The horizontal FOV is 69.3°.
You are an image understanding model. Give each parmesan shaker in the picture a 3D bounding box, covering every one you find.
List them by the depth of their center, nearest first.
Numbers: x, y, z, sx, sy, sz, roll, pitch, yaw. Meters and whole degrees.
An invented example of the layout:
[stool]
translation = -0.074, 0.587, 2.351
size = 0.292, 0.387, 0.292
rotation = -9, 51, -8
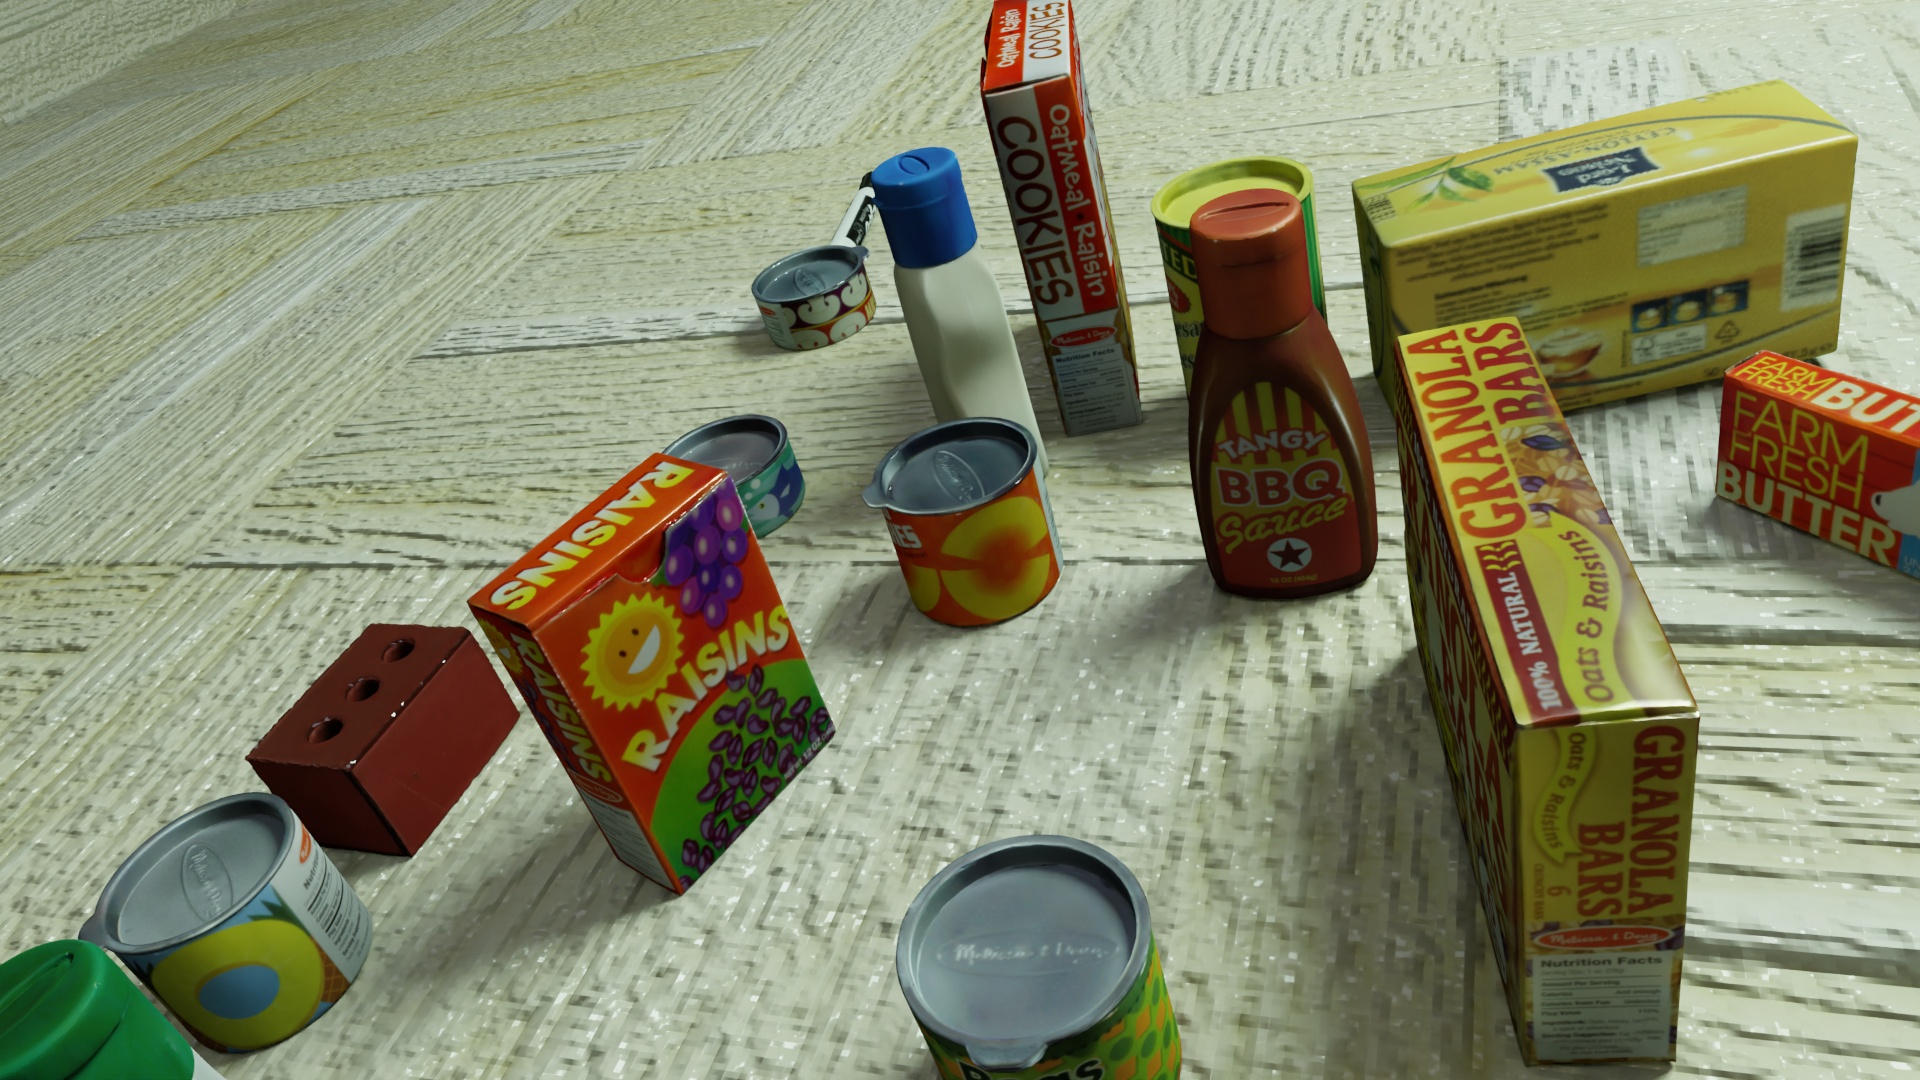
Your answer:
[parmesan shaker]
translation = 0.124, -0.102, 0.595
size = 0.071, 0.102, 0.072
rotation = -11, 35, 8

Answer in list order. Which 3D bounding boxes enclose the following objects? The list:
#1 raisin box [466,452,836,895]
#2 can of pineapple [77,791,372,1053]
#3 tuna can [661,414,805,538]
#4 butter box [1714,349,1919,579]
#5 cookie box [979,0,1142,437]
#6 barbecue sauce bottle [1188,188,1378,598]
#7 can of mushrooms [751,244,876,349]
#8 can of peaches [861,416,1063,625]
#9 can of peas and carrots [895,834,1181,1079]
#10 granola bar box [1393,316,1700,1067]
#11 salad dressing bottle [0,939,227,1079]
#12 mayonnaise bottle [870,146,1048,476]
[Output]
[raisin box]
translation = -0.098, 0.045, 0.468
size = 0.040, 0.122, 0.086
rotation = 15, 46, 38
[can of pineapple]
translation = -0.245, 0.130, 0.470
size = 0.071, 0.057, 0.071
rotation = -11, 35, 8
[tuna can]
translation = -0.108, -0.027, 0.650
size = 0.071, 0.032, 0.071
rotation = -11, 35, 8
[butter box]
translation = 0.300, -0.022, 0.454
size = 0.024, 0.053, 0.104
rotation = -29, 36, -16
[cookie box]
translation = 0.047, -0.152, 0.640
size = 0.040, 0.166, 0.123
rotation = -10, 35, 10
[barbecue sauce bottle]
translation = 0.109, -0.048, 0.488
size = 0.065, 0.147, 0.044
rotation = -5, 36, 17
[can of mushrooms]
translation = -0.081, -0.140, 0.795
size = 0.071, 0.033, 0.071
rotation = -11, 35, 8
[can of peaches]
translation = 0.002, -0.007, 0.555
size = 0.071, 0.057, 0.071
rotation = -11, 35, 8
[can of peas and carrots]
translation = 0.022, 0.123, 0.366
size = 0.071, 0.058, 0.071
rotation = -11, 35, 8
[granola bar box]
translation = 0.151, 0.034, 0.377
size = 0.039, 0.123, 0.166
rotation = -8, 36, 13
[salad dressing bottle]
translation = -0.180, 0.155, 0.329
size = 0.044, 0.147, 0.064
rotation = 5, 41, 29
[mayonnaise bottle]
translation = -0.001, -0.092, 0.595
size = 0.041, 0.147, 0.065
rotation = -24, 35, -10
